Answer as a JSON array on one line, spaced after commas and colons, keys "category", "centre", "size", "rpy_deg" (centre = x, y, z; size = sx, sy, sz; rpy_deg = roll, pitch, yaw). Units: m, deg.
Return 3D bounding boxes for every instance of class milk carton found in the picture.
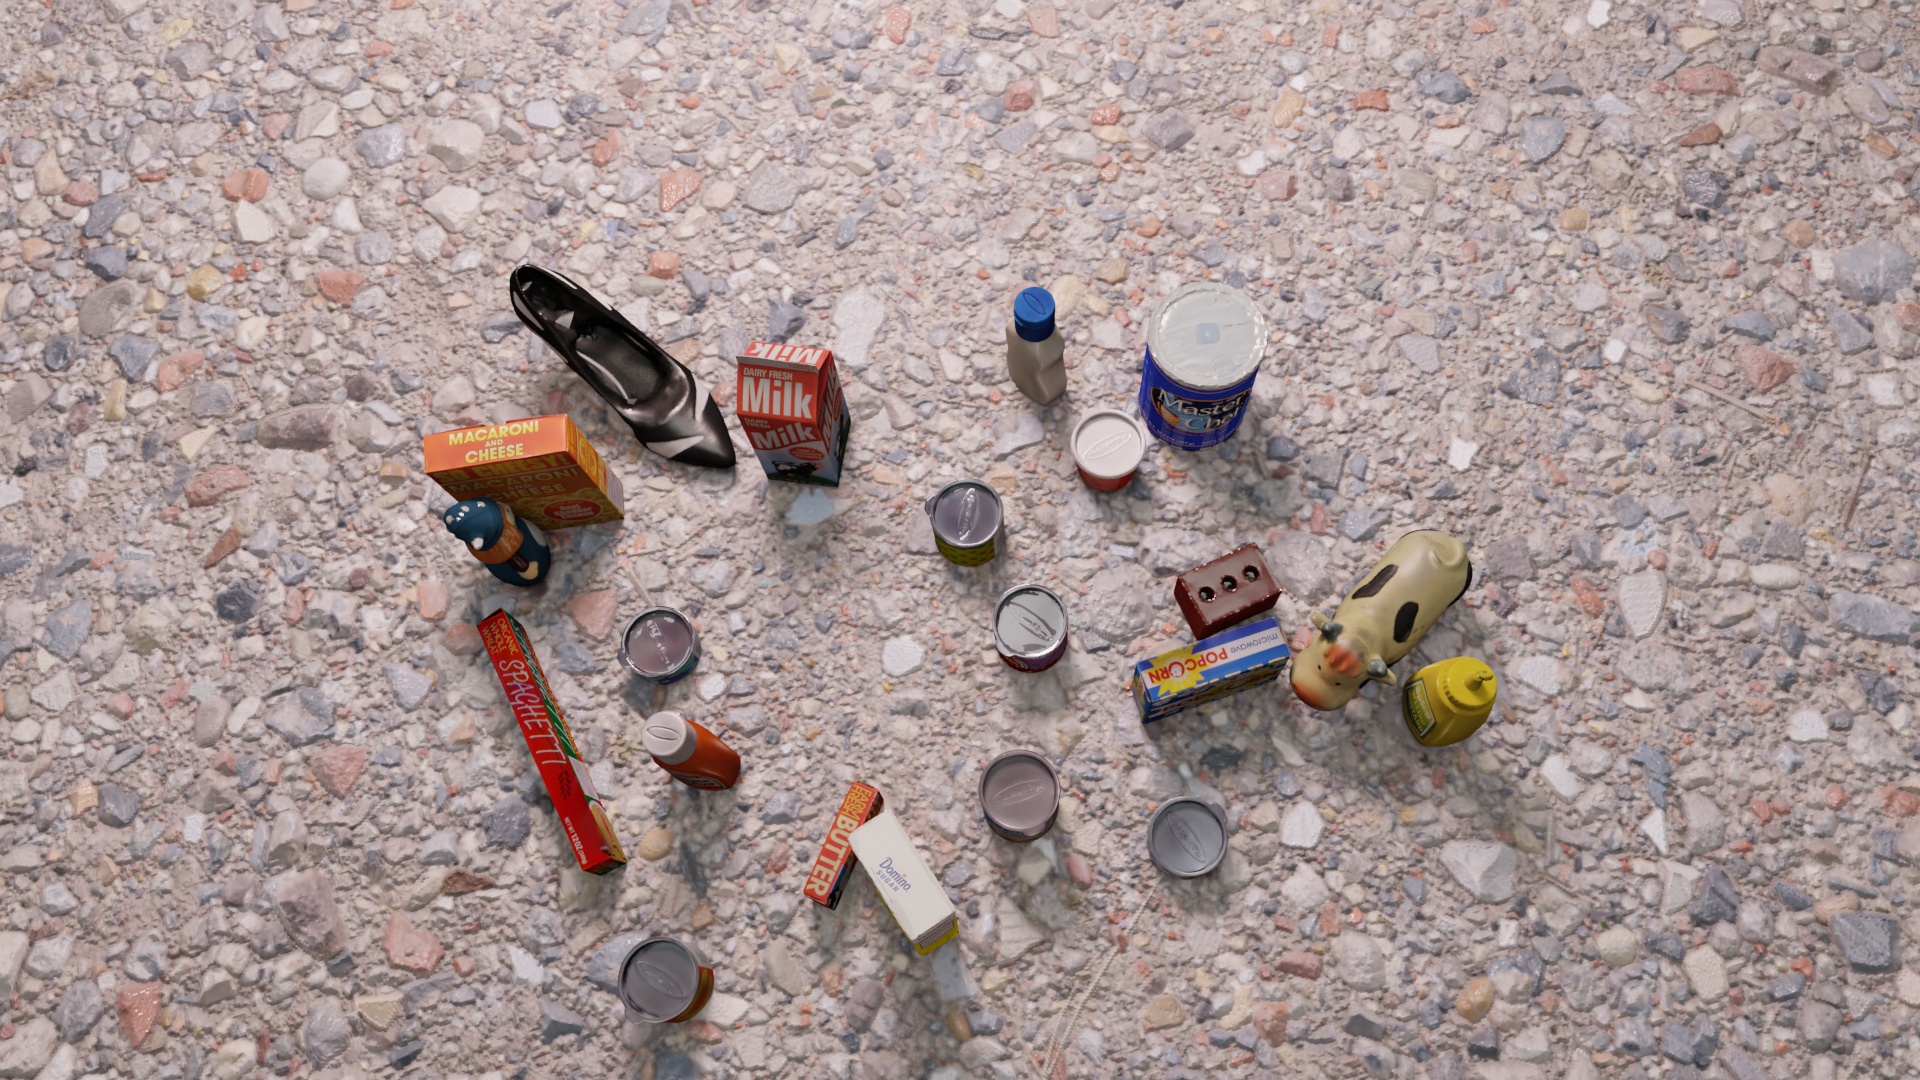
[{"category": "milk carton", "centre": [-0.148, -0.118, 1.232], "size": [0.072, 0.190, 0.073], "rpy_deg": [7, 71, 6]}]

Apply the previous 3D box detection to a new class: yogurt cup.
[{"category": "yogurt cup", "centre": [0.135, -0.079, 1.274], "size": [0.072, 0.053, 0.072], "rpy_deg": [-1, 70, 3]}]

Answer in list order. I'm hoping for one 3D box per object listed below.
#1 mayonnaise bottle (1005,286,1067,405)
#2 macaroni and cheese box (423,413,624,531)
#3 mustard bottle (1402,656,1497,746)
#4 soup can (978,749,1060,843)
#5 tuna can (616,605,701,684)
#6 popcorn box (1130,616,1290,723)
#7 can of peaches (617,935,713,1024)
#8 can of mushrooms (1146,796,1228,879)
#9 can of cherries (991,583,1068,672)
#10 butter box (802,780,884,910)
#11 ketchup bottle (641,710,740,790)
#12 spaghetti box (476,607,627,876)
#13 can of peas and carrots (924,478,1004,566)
[{"category": "mayonnaise bottle", "centre": [0.069, -0.179, 1.264], "size": [0.041, 0.147, 0.065], "rpy_deg": [-39, 73, -10]}, {"category": "macaroni and cheese box", "centre": [-0.384, -0.056, 1.236], "size": [0.124, 0.166, 0.040], "rpy_deg": [-9, 70, 0]}, {"category": "mustard bottle", "centre": [0.401, 0.125, 1.128], "size": [0.049, 0.159, 0.065], "rpy_deg": [-12, 70, -1]}, {"category": "soup can", "centre": [0.050, 0.217, 1.155], "size": [0.071, 0.083, 0.071], "rpy_deg": [-1, 70, 3]}, {"category": "tuna can", "centre": [-0.270, 0.096, 1.245], "size": [0.071, 0.032, 0.071], "rpy_deg": [-1, 70, 3]}, {"category": "popcorn box", "centre": [0.211, 0.112, 1.183], "size": [0.127, 0.085, 0.038], "rpy_deg": [-18, 70, -3]}, {"category": "can of peaches", "centre": [-0.241, 0.361, 1.133], "size": [0.071, 0.058, 0.071], "rpy_deg": [-1, 70, 3]}, {"category": "can of mushrooms", "centre": [0.191, 0.248, 1.162], "size": [0.071, 0.033, 0.071], "rpy_deg": [-1, 70, 3]}, {"category": "can of cherries", "centre": [0.059, 0.080, 1.218], "size": [0.071, 0.058, 0.072], "rpy_deg": [-1, 70, 3]}, {"category": "butter box", "centre": [-0.097, 0.256, 1.166], "size": [0.024, 0.053, 0.104], "rpy_deg": [21, 73, 11]}, {"category": "ketchup bottle", "centre": [-0.227, 0.174, 1.153], "size": [0.065, 0.148, 0.043], "rpy_deg": [11, 72, 7]}, {"category": "spaghetti box", "centre": [-0.358, 0.174, 1.213], "size": [0.029, 0.050, 0.250], "rpy_deg": [-28, 71, -6]}, {"category": "can of peas and carrots", "centre": [0.004, -0.016, 1.256], "size": [0.071, 0.058, 0.071], "rpy_deg": [-1, 70, 3]}]
